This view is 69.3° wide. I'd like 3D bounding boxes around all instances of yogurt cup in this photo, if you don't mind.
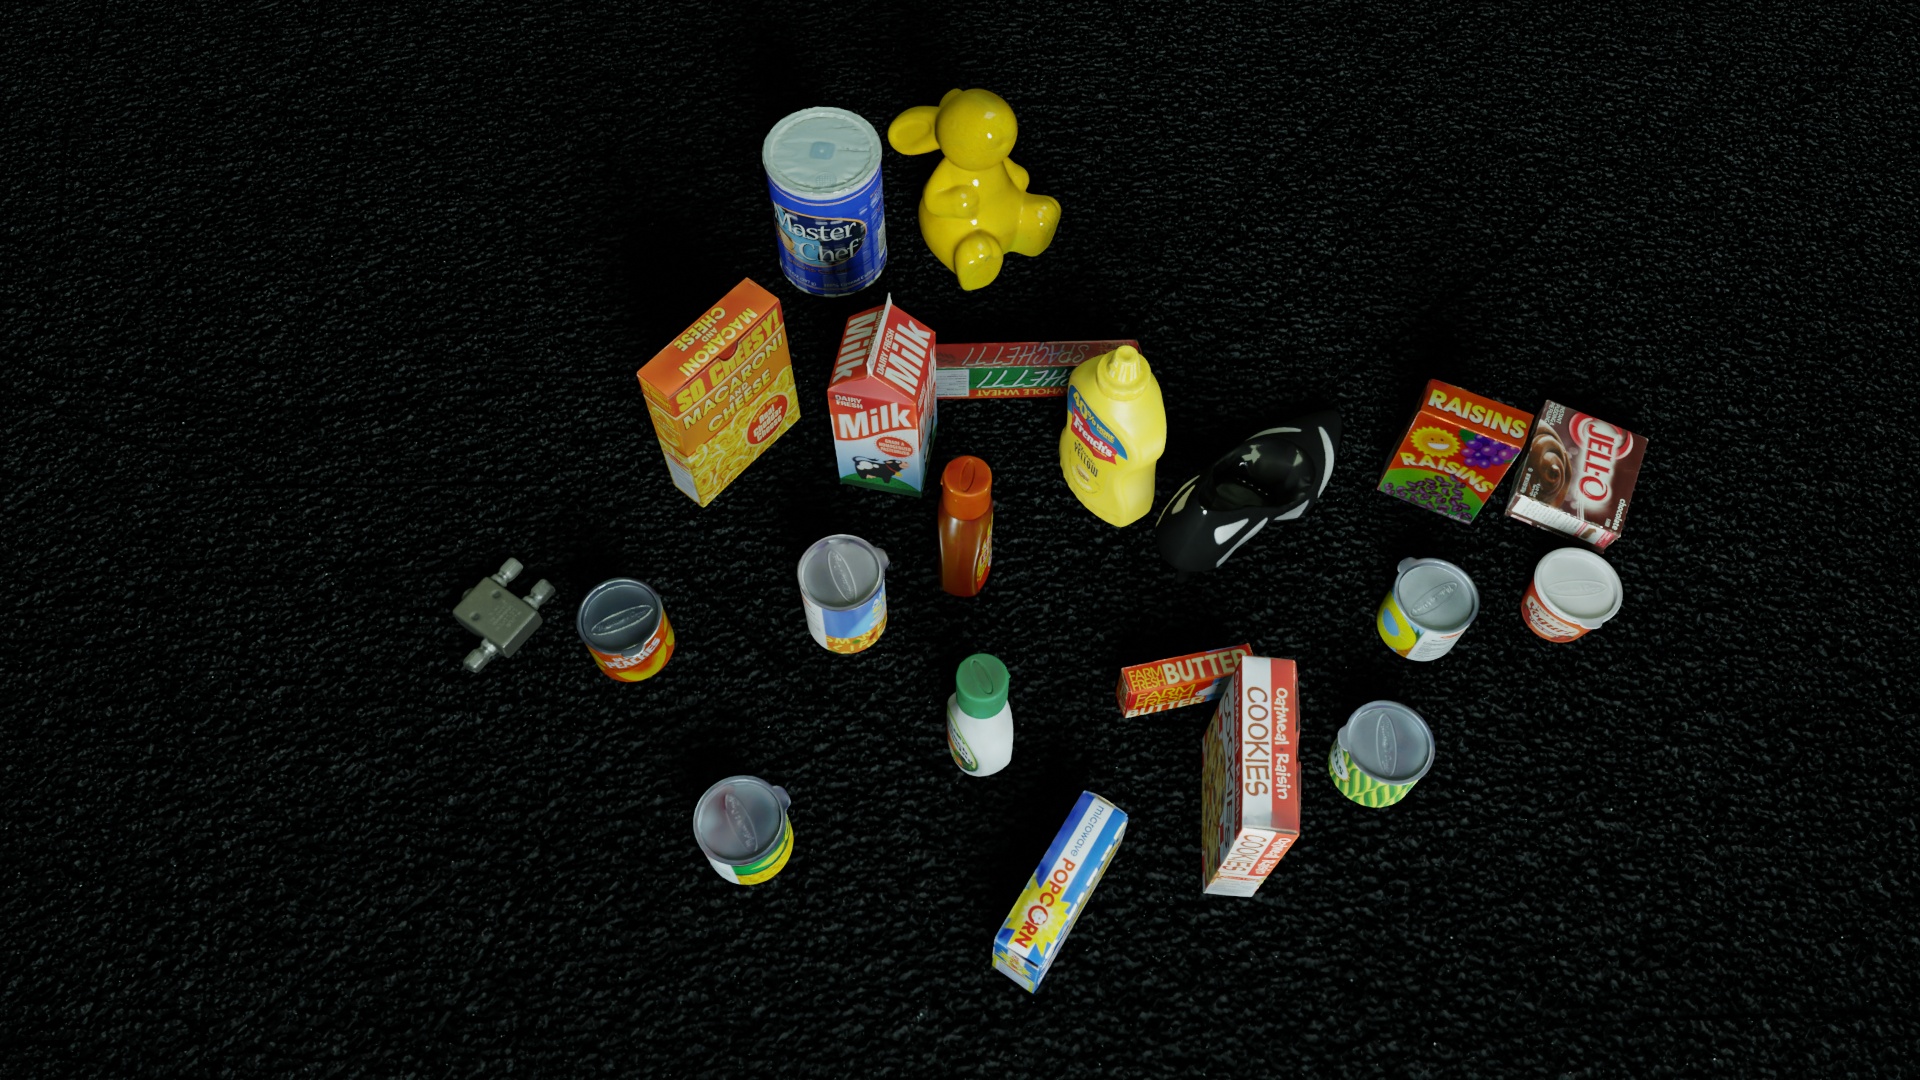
[{"bbox_3d":[0.488,0.047,1.118,0.072,0.053,0.073,0,62,0],"label":"yogurt cup"}]

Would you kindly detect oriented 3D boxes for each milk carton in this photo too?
[{"bbox_3d":[-0.061,-0.115,1.122,0.073,0.189,0.072,10,62,5],"label":"milk carton"}]

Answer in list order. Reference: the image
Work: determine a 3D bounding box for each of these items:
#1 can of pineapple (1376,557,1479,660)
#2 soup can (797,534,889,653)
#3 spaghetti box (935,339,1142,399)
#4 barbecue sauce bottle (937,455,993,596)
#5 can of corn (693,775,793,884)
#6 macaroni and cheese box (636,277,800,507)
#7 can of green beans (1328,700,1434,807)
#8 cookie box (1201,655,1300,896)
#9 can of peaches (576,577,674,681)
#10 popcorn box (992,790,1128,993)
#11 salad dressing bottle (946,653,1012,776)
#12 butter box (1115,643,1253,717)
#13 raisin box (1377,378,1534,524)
[{"bbox_3d":[0.372,0.054,1.111,0.071,0.057,0.071,0,62,0],"label":"can of pineapple"},{"bbox_3d":[-0.089,0.043,1.096,0.071,0.083,0.071,0,62,0],"label":"soup can"},{"bbox_3d":[0.034,-0.149,1.222,0.250,0.050,0.029,-2,62,-2],"label":"spaghetti box"},{"bbox_3d":[0.004,-0.014,1.092,0.044,0.148,0.065,10,62,5],"label":"barbecue sauce bottle"},{"bbox_3d":[-0.156,0.212,1.018,0.071,0.058,0.071,0,62,0],"label":"can of corn"},{"bbox_3d":[-0.192,-0.118,1.136,0.040,0.165,0.124,36,67,17],"label":"macaroni and cheese box"},{"bbox_3d":[0.317,0.162,1.051,0.071,0.057,0.071,0,62,0],"label":"can of green beans"},{"bbox_3d":[0.204,0.170,0.983,0.040,0.166,0.123,5,62,2],"label":"cookie box"},{"bbox_3d":[-0.262,0.073,1.092,0.071,0.057,0.071,0,62,0],"label":"can of peaches"},{"bbox_3d":[0.070,0.249,0.985,0.038,0.085,0.127,29,65,14],"label":"popcorn box"},{"bbox_3d":[0.014,0.127,1.016,0.044,0.147,0.064,-22,64,-12],"label":"salad dressing bottle"},{"bbox_3d":[0.175,0.109,1.081,0.103,0.053,0.024,-10,62,-6],"label":"butter box"},{"bbox_3d":[0.405,-0.072,1.143,0.086,0.122,0.040,23,64,11],"label":"raisin box"}]
